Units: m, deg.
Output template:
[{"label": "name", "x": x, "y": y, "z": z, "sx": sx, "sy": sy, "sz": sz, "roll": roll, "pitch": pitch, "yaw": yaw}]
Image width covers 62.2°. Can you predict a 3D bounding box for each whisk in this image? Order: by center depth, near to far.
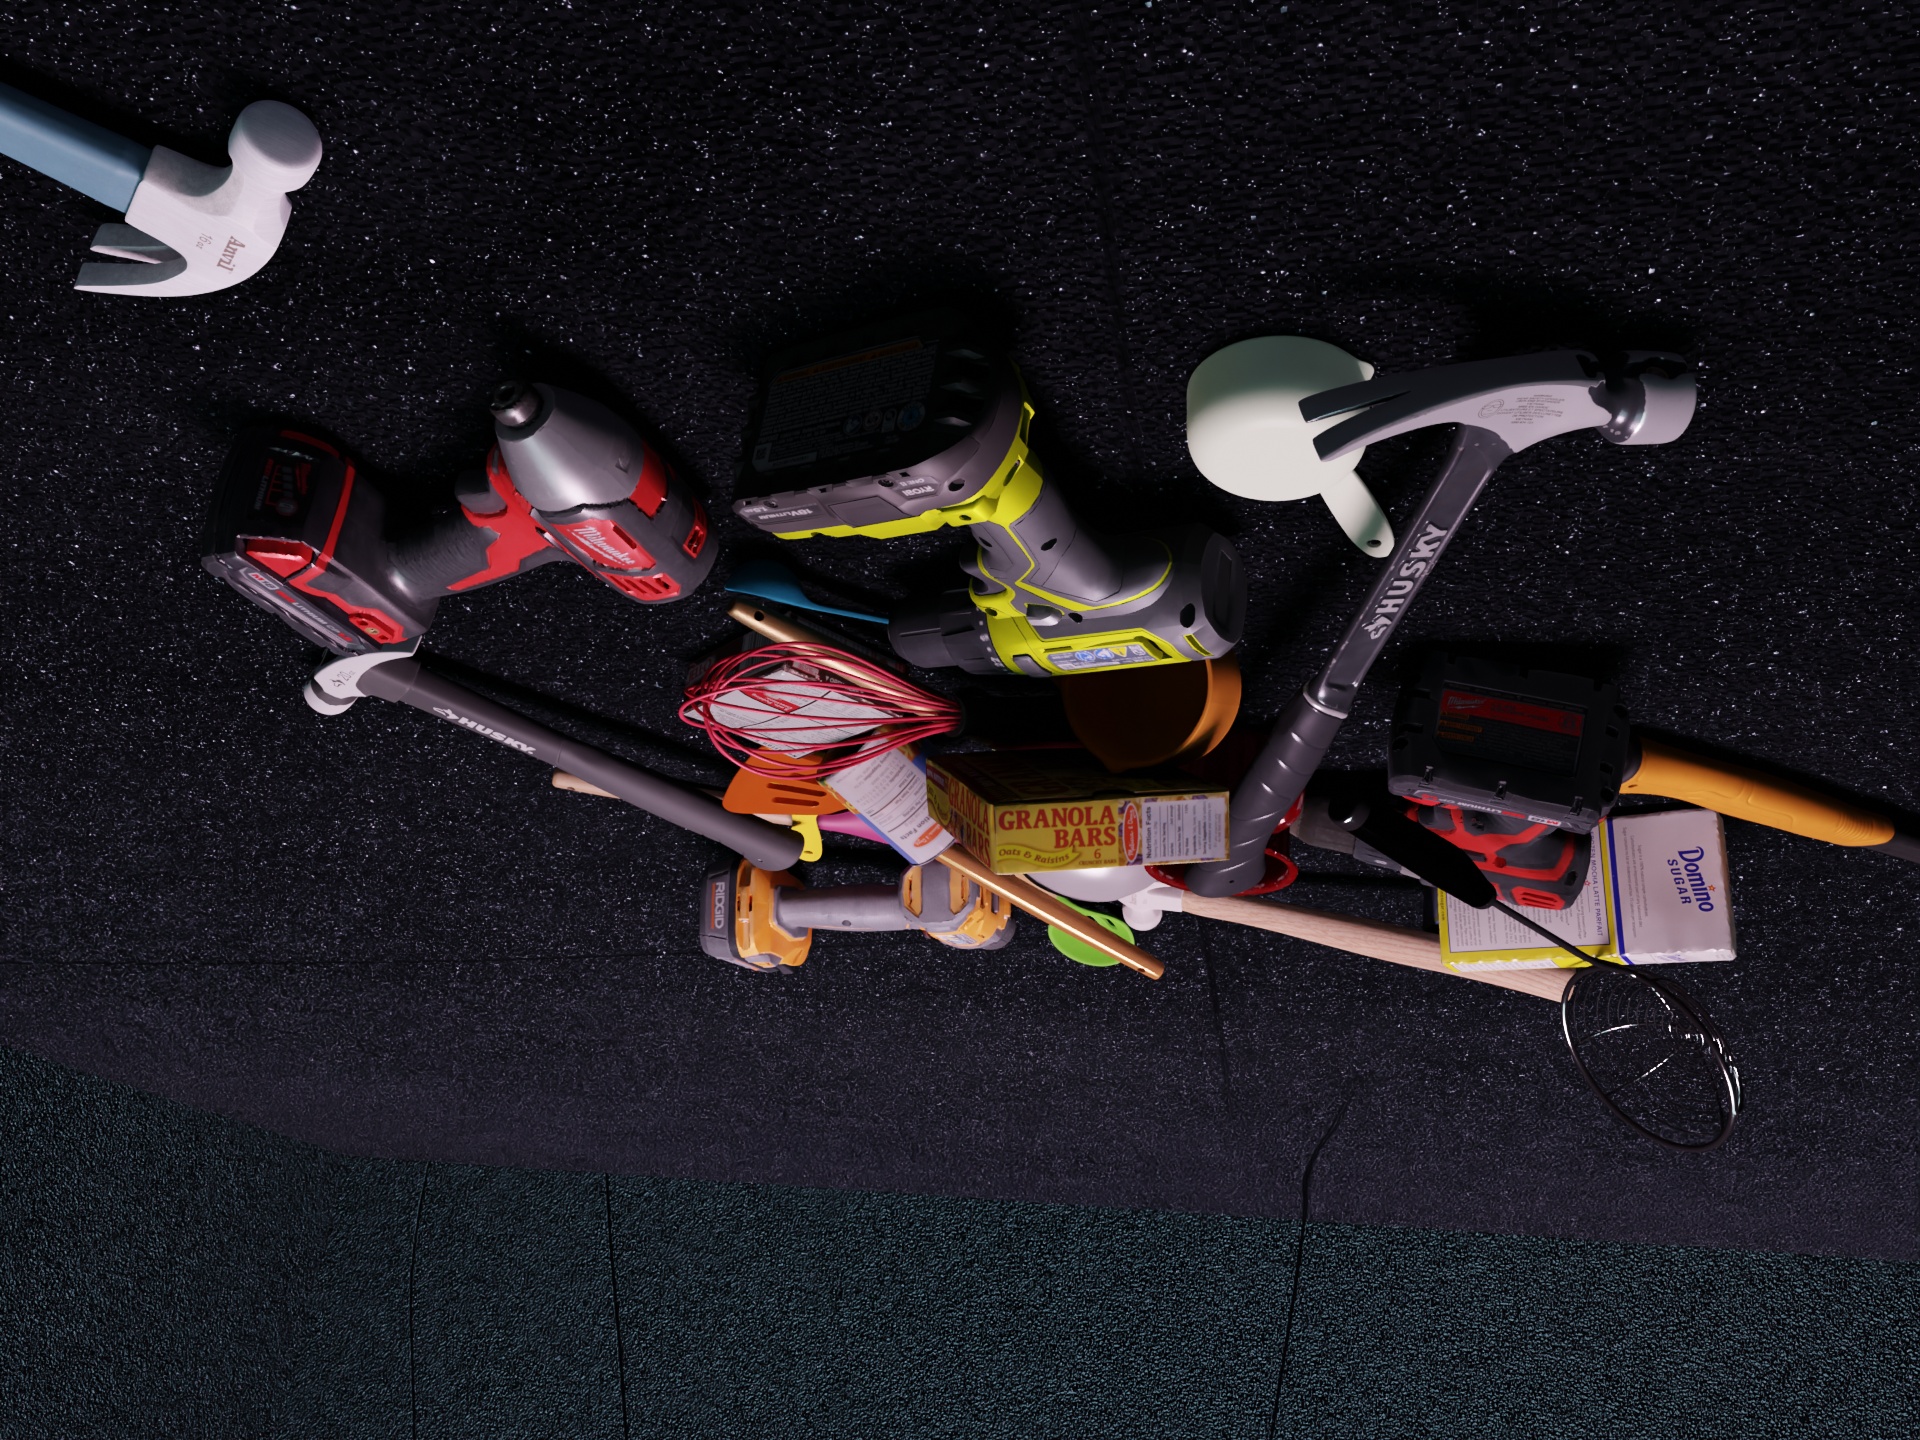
[{"label": "whisk", "x": -0.019, "y": -0.003, "z": 0.870, "sx": 0.295, "sy": 0.073, "sz": 0.073, "roll": 2, "pitch": 163, "yaw": -38}]

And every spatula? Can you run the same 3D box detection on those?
[{"label": "spatula", "x": -0.002, "y": 0.101, "z": 1.064, "sx": 0.322, "sy": 0.041, "sz": 0.081, "roll": 30, "pitch": 136, "yaw": -10}]

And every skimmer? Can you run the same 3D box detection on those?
[{"label": "skimmer", "x": 0.329, "y": 0.151, "z": 0.929, "sx": 0.363, "sy": 0.090, "sz": 0.127, "roll": 30, "pitch": 174, "yaw": -28}]

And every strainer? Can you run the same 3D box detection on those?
[{"label": "strainer", "x": 0.064, "y": 0.065, "z": 1.045, "sx": 0.151, "sy": 0.069, "sz": 0.256, "roll": -9, "pitch": 153, "yaw": 30}]

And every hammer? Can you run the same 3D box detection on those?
[{"label": "hammer", "x": -0.401, "y": -0.242, "z": 0.543, "sx": 0.330, "sy": 0.033, "sz": 0.128, "roll": 22, "pitch": 150, "yaw": -30}, {"label": "hammer", "x": 0.176, "y": -0.019, "z": 0.756, "sx": 0.149, "sy": 0.036, "sz": 0.408, "roll": -3, "pitch": 147, "yaw": -13}, {"label": "hammer", "x": 0.533, "y": 0.060, "z": 0.959, "sx": 0.336, "sy": 0.034, "sz": 0.127, "roll": 15, "pitch": 155, "yaw": -17}, {"label": "hammer", "x": -0.248, "y": 0.023, "z": 1.040, "sx": 0.334, "sy": 0.035, "sz": 0.146, "roll": 28, "pitch": 149, "yaw": -26}, {"label": "hammer", "x": 0.277, "y": 0.153, "z": 1.166, "sx": 0.331, "sy": 0.031, "sz": 0.130, "roll": 12, "pitch": 156, "yaw": 15}]

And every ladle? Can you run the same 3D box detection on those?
[{"label": "ladle", "x": -0.001, "y": -0.003, "z": 0.930, "sx": 0.315, "sy": 0.069, "sz": 0.031, "roll": 26, "pitch": 172, "yaw": -31}]

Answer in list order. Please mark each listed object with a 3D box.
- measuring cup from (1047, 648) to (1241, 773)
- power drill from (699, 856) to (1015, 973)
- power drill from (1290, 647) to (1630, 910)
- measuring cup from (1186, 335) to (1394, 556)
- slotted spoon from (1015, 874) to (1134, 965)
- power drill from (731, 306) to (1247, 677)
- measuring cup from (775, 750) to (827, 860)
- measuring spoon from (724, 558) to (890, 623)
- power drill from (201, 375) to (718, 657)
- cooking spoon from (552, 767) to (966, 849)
[{"label": "measuring cup", "x": 0.070, "y": -0.027, "z": 0.858, "sx": 0.174, "sy": 0.095, "sz": 0.052, "roll": 16, "pitch": -174, "yaw": 37}, {"label": "power drill", "x": -0.071, "y": 0.154, "z": 1.264, "sx": 0.226, "sy": 0.084, "sz": 0.185, "roll": -5, "pitch": 163, "yaw": 15}, {"label": "power drill", "x": 0.282, "y": 0.042, "z": 0.930, "sx": 0.188, "sy": 0.080, "sz": 0.226, "roll": 12, "pitch": 160, "yaw": 15}, {"label": "measuring cup", "x": 0.156, "y": -0.102, "z": 0.694, "sx": 0.083, "sy": 0.038, "sz": 0.167, "roll": -10, "pitch": 148, "yaw": 32}, {"label": "slotted spoon", "x": 0.062, "y": 0.123, "z": 1.226, "sx": 0.070, "sy": 0.031, "sz": 0.313, "roll": -10, "pitch": 149, "yaw": 22}, {"label": "power drill", "x": 0.002, "y": -0.084, "z": 0.734, "sx": 0.190, "sy": 0.080, "sz": 0.228, "roll": -5, "pitch": 155, "yaw": 34}, {"label": "measuring cup", "x": -0.108, "y": 0.061, "z": 1.125, "sx": 0.062, "sy": 0.029, "sz": 0.156, "roll": 6, "pitch": 154, "yaw": -1}, {"label": "measuring spoon", "x": -0.064, "y": -0.068, "z": 0.859, "sx": 0.128, "sy": 0.021, "sz": 0.042, "roll": 10, "pitch": -177, "yaw": -28}, {"label": "power drill", "x": -0.242, "y": -0.100, "z": 0.763, "sx": 0.220, "sy": 0.079, "sz": 0.143, "roll": -7, "pitch": 152, "yaw": 20}, {"label": "cooking spoon", "x": -0.136, "y": 0.067, "z": 1.163, "sx": 0.318, "sy": 0.017, "sz": 0.068, "roll": 10, "pitch": 155, "yaw": -10}]
